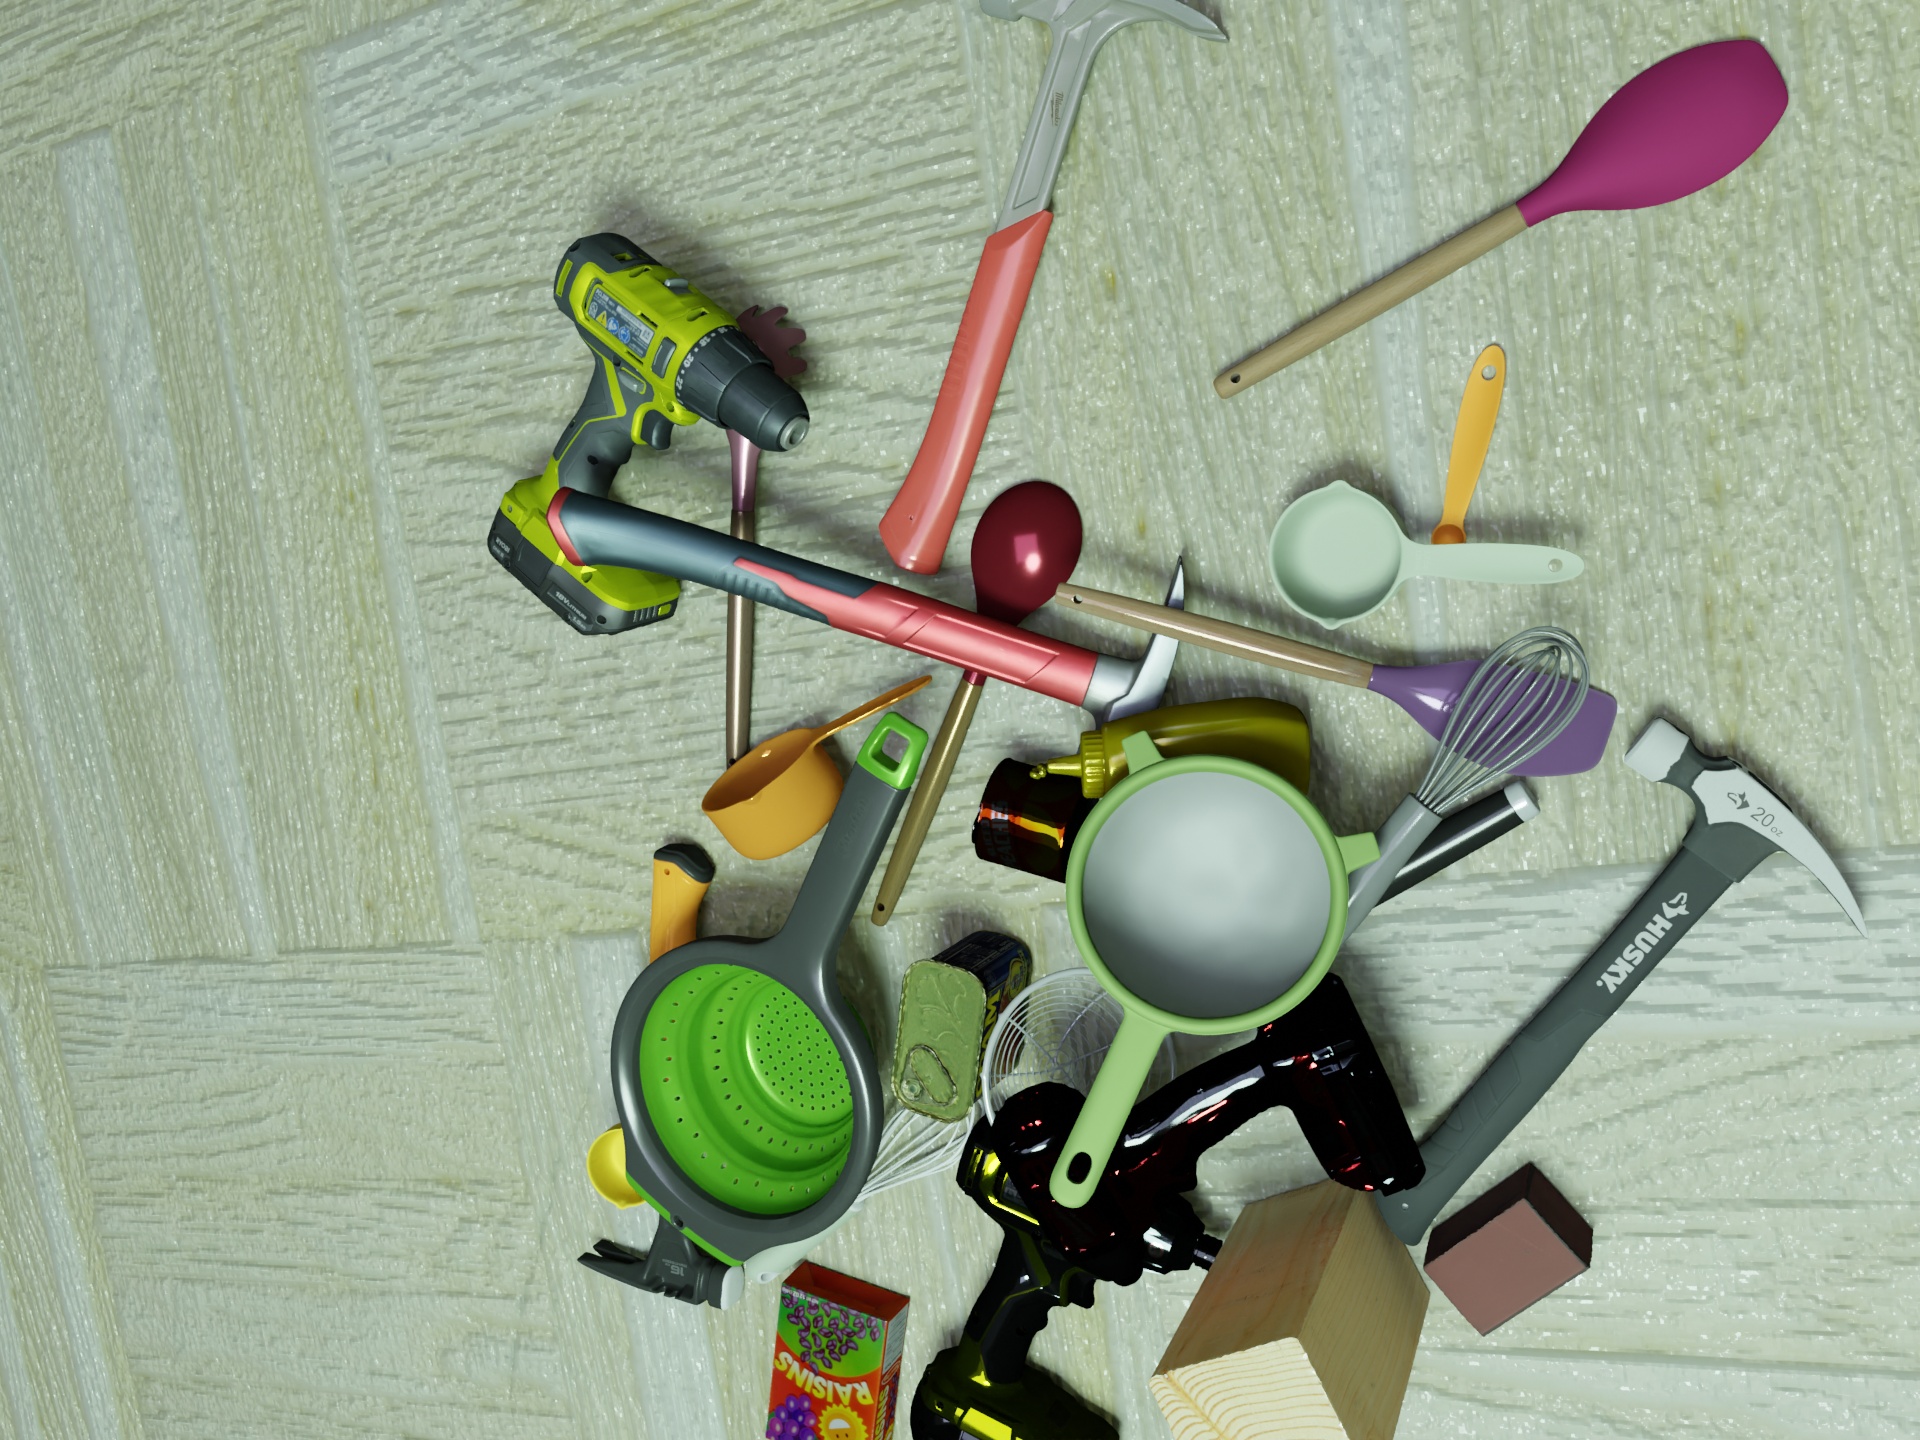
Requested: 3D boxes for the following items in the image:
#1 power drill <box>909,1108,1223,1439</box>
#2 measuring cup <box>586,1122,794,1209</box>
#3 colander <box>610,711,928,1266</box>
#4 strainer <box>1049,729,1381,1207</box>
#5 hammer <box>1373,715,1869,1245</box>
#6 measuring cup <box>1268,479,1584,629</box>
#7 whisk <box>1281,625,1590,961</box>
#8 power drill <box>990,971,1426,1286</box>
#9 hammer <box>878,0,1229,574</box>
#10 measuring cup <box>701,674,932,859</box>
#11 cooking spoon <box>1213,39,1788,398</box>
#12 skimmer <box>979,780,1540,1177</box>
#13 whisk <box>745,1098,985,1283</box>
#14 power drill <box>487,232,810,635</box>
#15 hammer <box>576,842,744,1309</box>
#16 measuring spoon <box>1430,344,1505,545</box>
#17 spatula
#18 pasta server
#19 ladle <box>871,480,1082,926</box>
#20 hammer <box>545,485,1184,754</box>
[{"bbox_3d":[0.063,0.383,1.021,0.171,0.080,0.223,19,102,20],"label":"power drill"},{"bbox_3d":[-0.184,0.317,1.114,0.156,0.029,0.062,7,99,8],"label":"measuring cup"},{"bbox_3d":[-0.093,0.165,1.033,0.205,0.094,0.397,32,111,19],"label":"colander"},{"bbox_3d":[0.113,0.145,0.876,0.151,0.069,0.256,24,85,13],"label":"strainer"},{"bbox_3d":[0.344,0.171,0.887,0.146,0.035,0.334,38,111,15],"label":"hammer"},{"bbox_3d":[0.256,-0.090,0.879,0.168,0.038,0.083,6,101,25],"label":"measuring cup"},{"bbox_3d":[0.254,0.049,0.866,0.055,0.055,0.239,40,104,13],"label":"whisk"},{"bbox_3d":[0.142,0.246,0.914,0.219,0.079,0.143,-24,115,10],"label":"power drill"},{"bbox_3d":[0.033,-0.257,0.954,0.149,0.036,0.359,23,106,19],"label":"hammer"},{"bbox_3d":[-0.083,0.031,1.033,0.173,0.095,0.052,-29,109,8],"label":"measuring cup"},{"bbox_3d":[0.278,-0.258,0.857,0.319,0.017,0.069,-28,86,24],"label":"cooking spoon"},{"bbox_3d":[0.173,0.147,0.926,0.363,0.090,0.127,-34,99,23],"label":"skimmer"},{"bbox_3d":[-0.070,0.320,1.089,0.246,0.057,0.059,-44,44,26],"label":"whisk"},{"bbox_3d":[-0.204,-0.169,1.024,0.191,0.080,0.228,40,121,16],"label":"power drill"},{"bbox_3d":[-0.212,0.253,1.142,0.127,0.034,0.337,7,101,21],"label":"hammer"},{"bbox_3d":[0.282,-0.148,0.878,0.021,0.011,0.117,17,102,33],"label":"measuring spoon"},{"bbox_3d":[0.205,-0.030,0.898,0.316,0.018,0.059,16,105,9],"label":"spatula"},{"bbox_3d":[-0.141,-0.114,1.060,0.060,0.040,0.316,10,106,22],"label":"pasta server"},{"bbox_3d":[-0.002,-0.003,1.016,0.069,0.031,0.315,27,110,17],"label":"ladle"},{"bbox_3d":[-0.059,-0.085,0.960,0.386,0.038,0.143,18,107,2],"label":"hammer"}]
